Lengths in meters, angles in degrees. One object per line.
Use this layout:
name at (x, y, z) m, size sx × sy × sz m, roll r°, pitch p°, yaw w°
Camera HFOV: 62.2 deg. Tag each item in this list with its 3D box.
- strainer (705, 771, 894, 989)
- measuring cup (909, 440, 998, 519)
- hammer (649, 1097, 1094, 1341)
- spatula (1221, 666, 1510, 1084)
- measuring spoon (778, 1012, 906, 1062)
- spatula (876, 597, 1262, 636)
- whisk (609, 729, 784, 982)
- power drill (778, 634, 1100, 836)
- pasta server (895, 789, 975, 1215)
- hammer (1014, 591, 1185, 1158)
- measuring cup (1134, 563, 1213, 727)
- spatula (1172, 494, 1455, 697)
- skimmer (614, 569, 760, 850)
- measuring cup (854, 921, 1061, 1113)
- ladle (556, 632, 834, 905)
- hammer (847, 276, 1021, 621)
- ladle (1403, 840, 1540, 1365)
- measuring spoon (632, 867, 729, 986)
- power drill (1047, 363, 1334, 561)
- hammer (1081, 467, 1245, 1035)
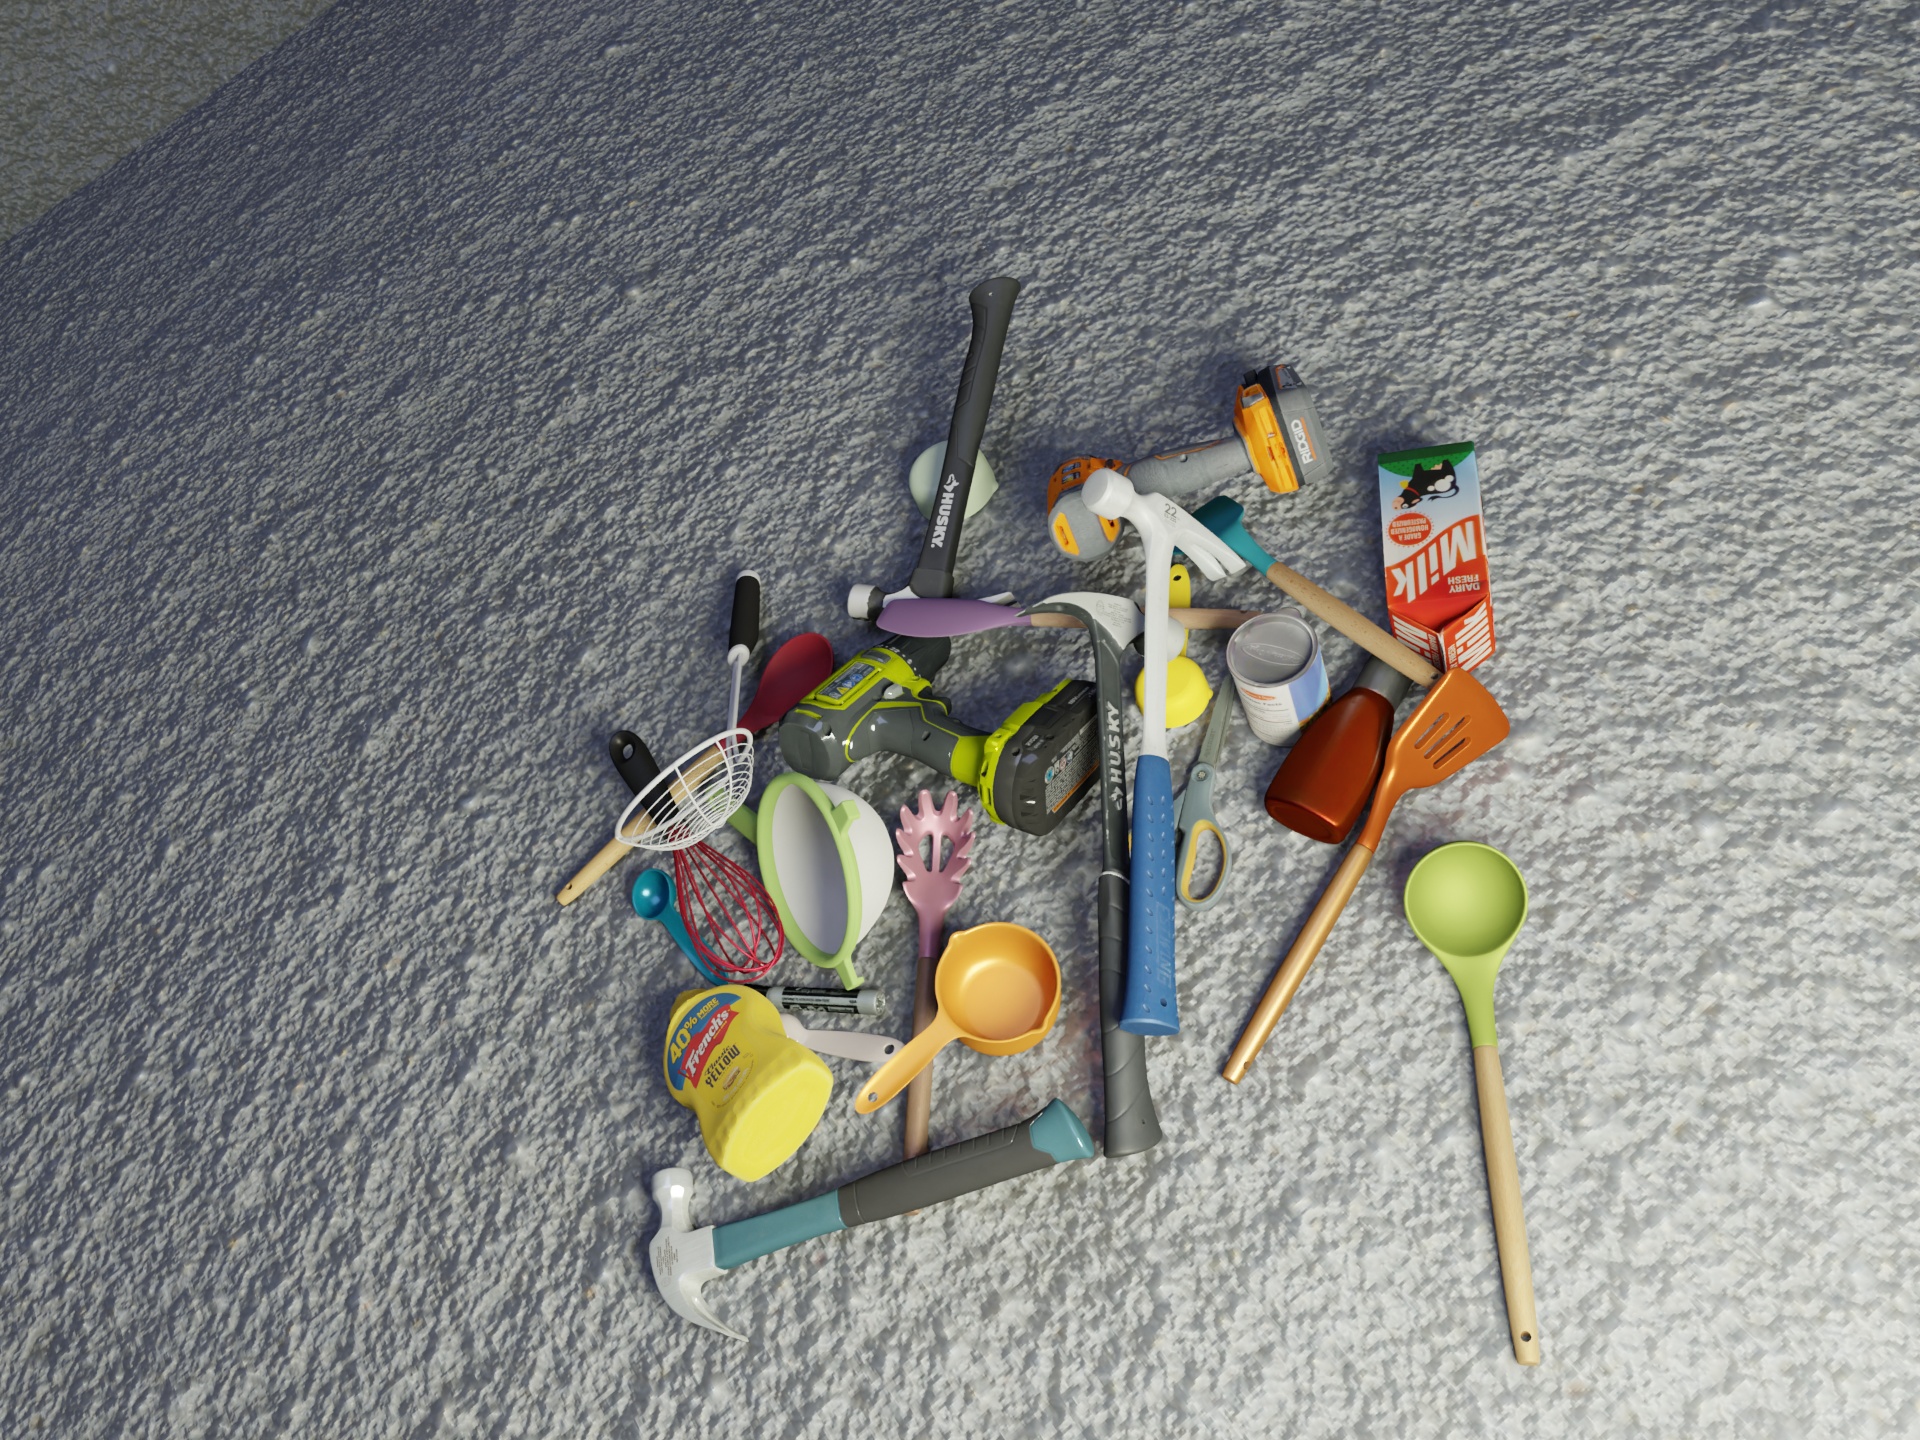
strainer at (-0.121, 0.093, 1.253) m, size 0.069 × 0.151 × 0.257 m, roll -12°, pitch 23°, yaw -30°
measuring cup at (-0.019, -0.182, 1.413) m, size 0.083 × 0.038 × 0.168 m, roll -1°, pitch 55°, yaw 23°
hammer at (-0.066, 0.323, 1.073) m, size 0.331 × 0.033 × 0.128 m, roll -23°, pitch 53°, yaw 16°
spatula at (0.270, 0.109, 1.086) m, size 0.323 × 0.081 × 0.041 m, roll -56°, pitch 31°, yaw -13°
measuring spoon at (-0.096, 0.235, 1.175) m, size 0.124 × 0.018 × 0.034 m, roll 2°, pitch 58°, yaw 25°
spatula at (0.082, -0.082, 1.275) m, size 0.316 × 0.018 × 0.060 m, roll 2°, pitch 36°, yaw 18°
whisk at (-0.220, 0.102, 1.282) m, size 0.073 × 0.073 × 0.296 m, roll -37°, pitch 51°, yaw -4°
power drill at (-0.002, -0.004, 1.242) m, size 0.229 × 0.080 × 0.190 m, roll 16°, pitch 39°, yaw 29°
pasta server at (-0.026, 0.198, 1.159) m, size 0.060 × 0.040 × 0.316 m, roll 2°, pitch 58°, yaw 2°
hammer at (0.106, 0.095, 1.111) m, size 0.036 × 0.149 × 0.409 m, roll -25°, pitch 57°, yaw 46°
measuring cup at (0.168, -0.067, 1.260) m, size 0.062 × 0.029 × 0.157 m, roll -6°, pitch 57°, yaw 20°
spatula at (0.260, -0.097, 1.215) m, size 0.082 × 0.044 × 0.318 m, roll -37°, pitch 47°, yaw -8°
skimmer at (-0.212, -0.030, 1.312) m, size 0.127 × 0.090 × 0.364 m, roll -48°, pitch 26°, yaw 30°
measuring cup at (-0.003, 0.219, 1.112) m, size 0.173 × 0.052 × 0.095 m, roll -41°, pitch 65°, yaw -13°
ladle at (-0.224, 0.044, 1.356) m, size 0.315 × 0.031 × 0.069 m, roll -44°, pitch 54°, yaw -7°
hammer at (0.007, -0.236, 1.390) m, size 0.146 × 0.035 × 0.335 m, roll 7°, pitch 75°, yaw 20°
ladle at (0.326, 0.224, 0.979) m, size 0.078 × 0.062 × 0.320 m, roll -7°, pitch 58°, yaw 16°
measuring spoon at (-0.219, 0.168, 1.278) m, size 0.129 × 0.021 × 0.042 m, roll 43°, pitch 105°, yaw 29°
power drill at (0.178, -0.213, 1.310) m, size 0.226 × 0.084 × 0.164 m, roll -20°, pitch 22°, yaw 11°
hammer at (0.142, 0.020, 1.124) m, size 0.035 × 0.144 × 0.406 m, roll -25°, pitch 52°, yaw 47°
